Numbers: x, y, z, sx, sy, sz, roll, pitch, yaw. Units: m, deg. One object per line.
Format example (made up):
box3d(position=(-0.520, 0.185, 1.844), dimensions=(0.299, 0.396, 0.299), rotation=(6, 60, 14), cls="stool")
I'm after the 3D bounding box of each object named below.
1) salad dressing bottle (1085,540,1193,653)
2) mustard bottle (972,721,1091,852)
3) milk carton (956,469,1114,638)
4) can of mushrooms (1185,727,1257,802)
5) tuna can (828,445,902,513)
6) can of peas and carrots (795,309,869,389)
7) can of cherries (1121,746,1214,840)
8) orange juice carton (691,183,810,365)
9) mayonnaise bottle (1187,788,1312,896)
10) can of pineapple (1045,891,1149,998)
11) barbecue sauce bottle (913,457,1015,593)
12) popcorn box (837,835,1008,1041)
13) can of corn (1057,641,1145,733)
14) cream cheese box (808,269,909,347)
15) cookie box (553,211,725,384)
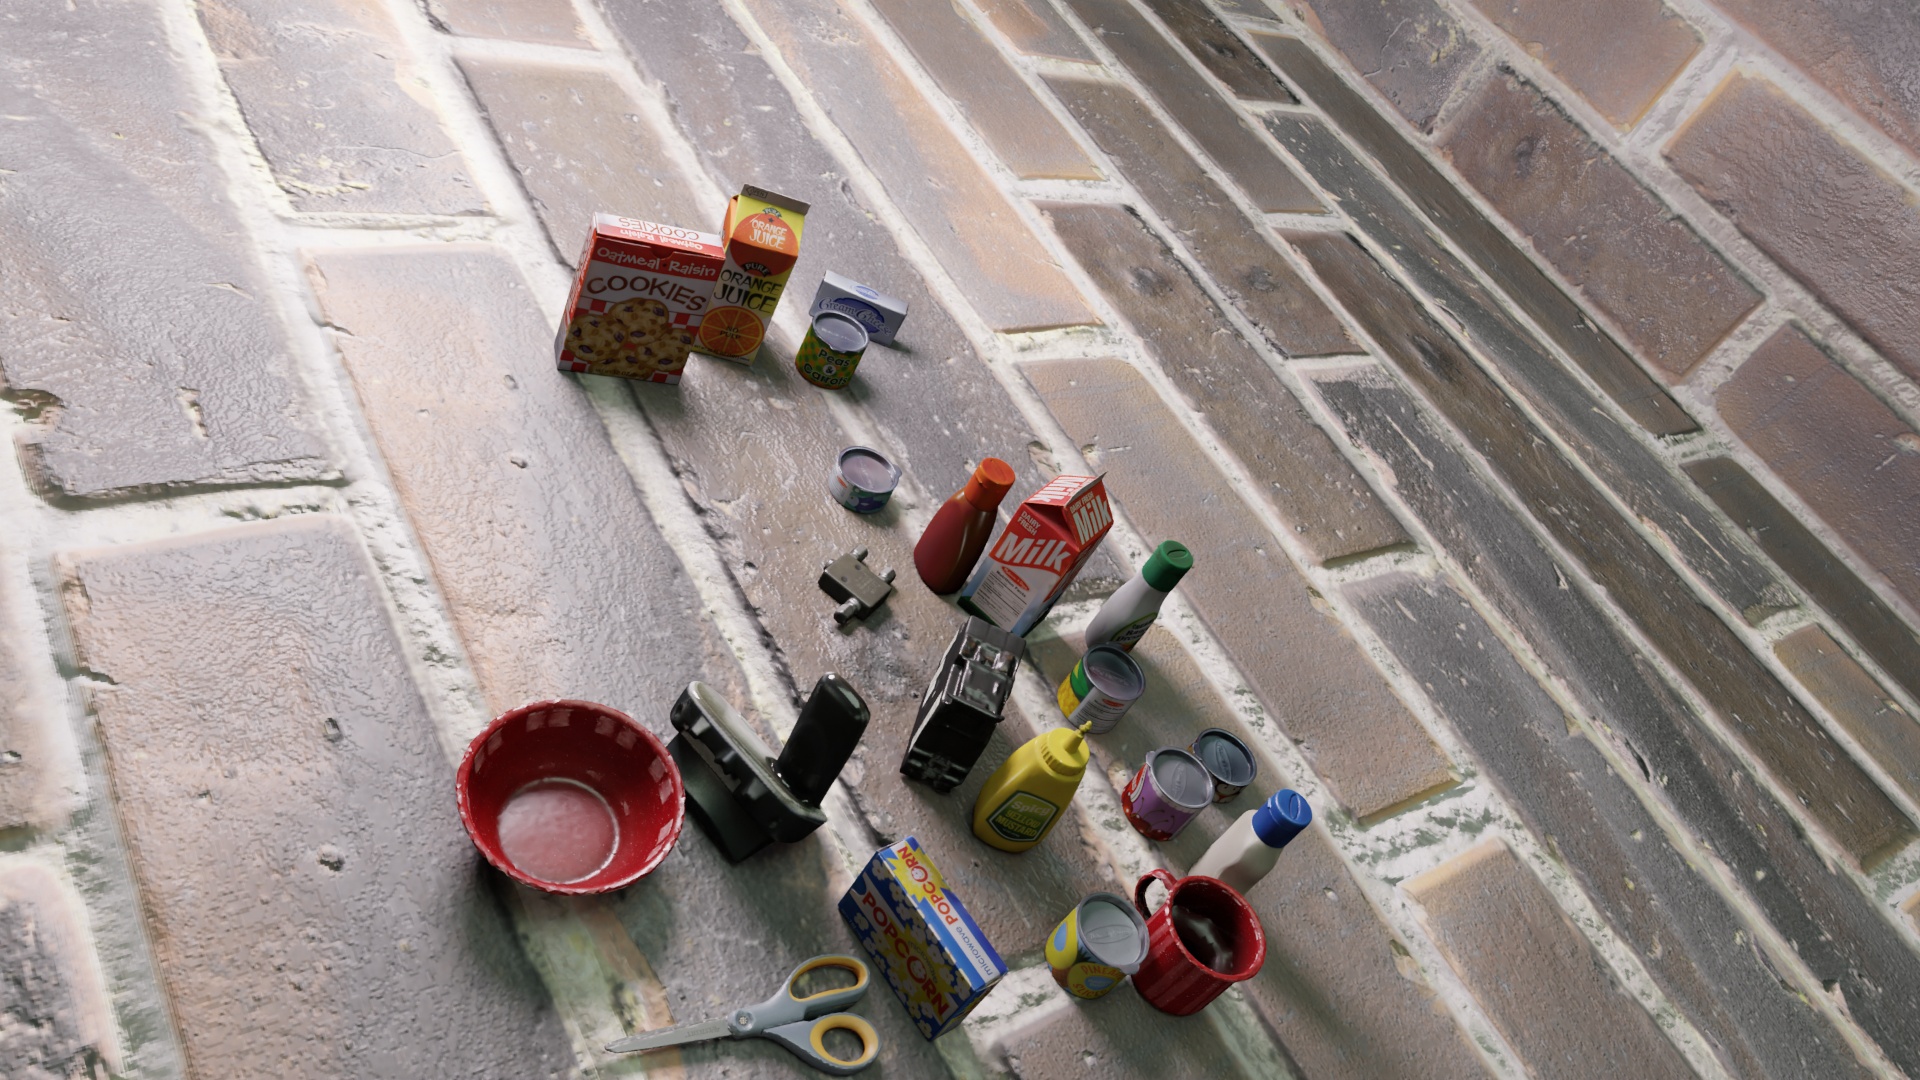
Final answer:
box3d(position=(0.176, 0.060, 1.364), dimensions=(0.064, 0.146, 0.044), rotation=(-8, 54, -38), cls="salad dressing bottle")
box3d(position=(0.065, 0.197, 1.143), dimensions=(0.065, 0.159, 0.049), rotation=(23, 40, -10), cls="mustard bottle")
box3d(position=(0.079, 0.009, 1.322), dimensions=(0.073, 0.189, 0.073), rotation=(41, 40, 11), cls="milk carton")
box3d(position=(0.247, 0.216, 1.337), dimensions=(0.071, 0.033, 0.071), rotation=(18, 42, -16), cls="can of mushrooms")
box3d(position=(-0.096, -0.061, 1.405), dimensions=(0.071, 0.032, 0.071), rotation=(18, 42, -16), cls="tuna can")
box3d(position=(-0.139, -0.205, 1.504), dimensions=(0.071, 0.058, 0.071), rotation=(18, 42, -16), cls="can of peas and carrots")
box3d(position=(0.186, 0.229, 1.266), dimensions=(0.071, 0.058, 0.072), rotation=(18, 42, -16), cls="can of cherries")
box3d(position=(-0.218, -0.280, 1.427), dimensions=(0.072, 0.191, 0.073), rotation=(13, 43, -21), cls="orange juice carton")
box3d(position=(0.247, 0.268, 1.195), dimensions=(0.041, 0.147, 0.065), rotation=(28, 40, -5), cls="mayonnaise bottle")
box3d(position=(0.110, 0.328, 1.117), dimensions=(0.071, 0.057, 0.071), rotation=(18, 42, -16), cls="can of pineapple")
box3d(position=(0.005, -0.017, 1.333), dimensions=(0.044, 0.147, 0.065), rotation=(-4, 52, -36), cls="barbecue sauce bottle")
box3d(position=(-0.030, 0.297, 1.039), dimensions=(0.038, 0.084, 0.127), rotation=(-18, 60, -43), cls="popcorn box")
box3d(position=(0.134, 0.140, 1.325), dimensions=(0.071, 0.058, 0.071), rotation=(18, 42, -16), cls="can of corn")
box3d(position=(-0.116, -0.264, 1.584), dimensions=(0.104, 0.053, 0.024), rotation=(21, 41, -12), cls="cream cheese box")
box3d(position=(-0.310, -0.228, 1.336), dimensions=(0.123, 0.166, 0.040), rotation=(5, 47, -29), cls="cookie box")
